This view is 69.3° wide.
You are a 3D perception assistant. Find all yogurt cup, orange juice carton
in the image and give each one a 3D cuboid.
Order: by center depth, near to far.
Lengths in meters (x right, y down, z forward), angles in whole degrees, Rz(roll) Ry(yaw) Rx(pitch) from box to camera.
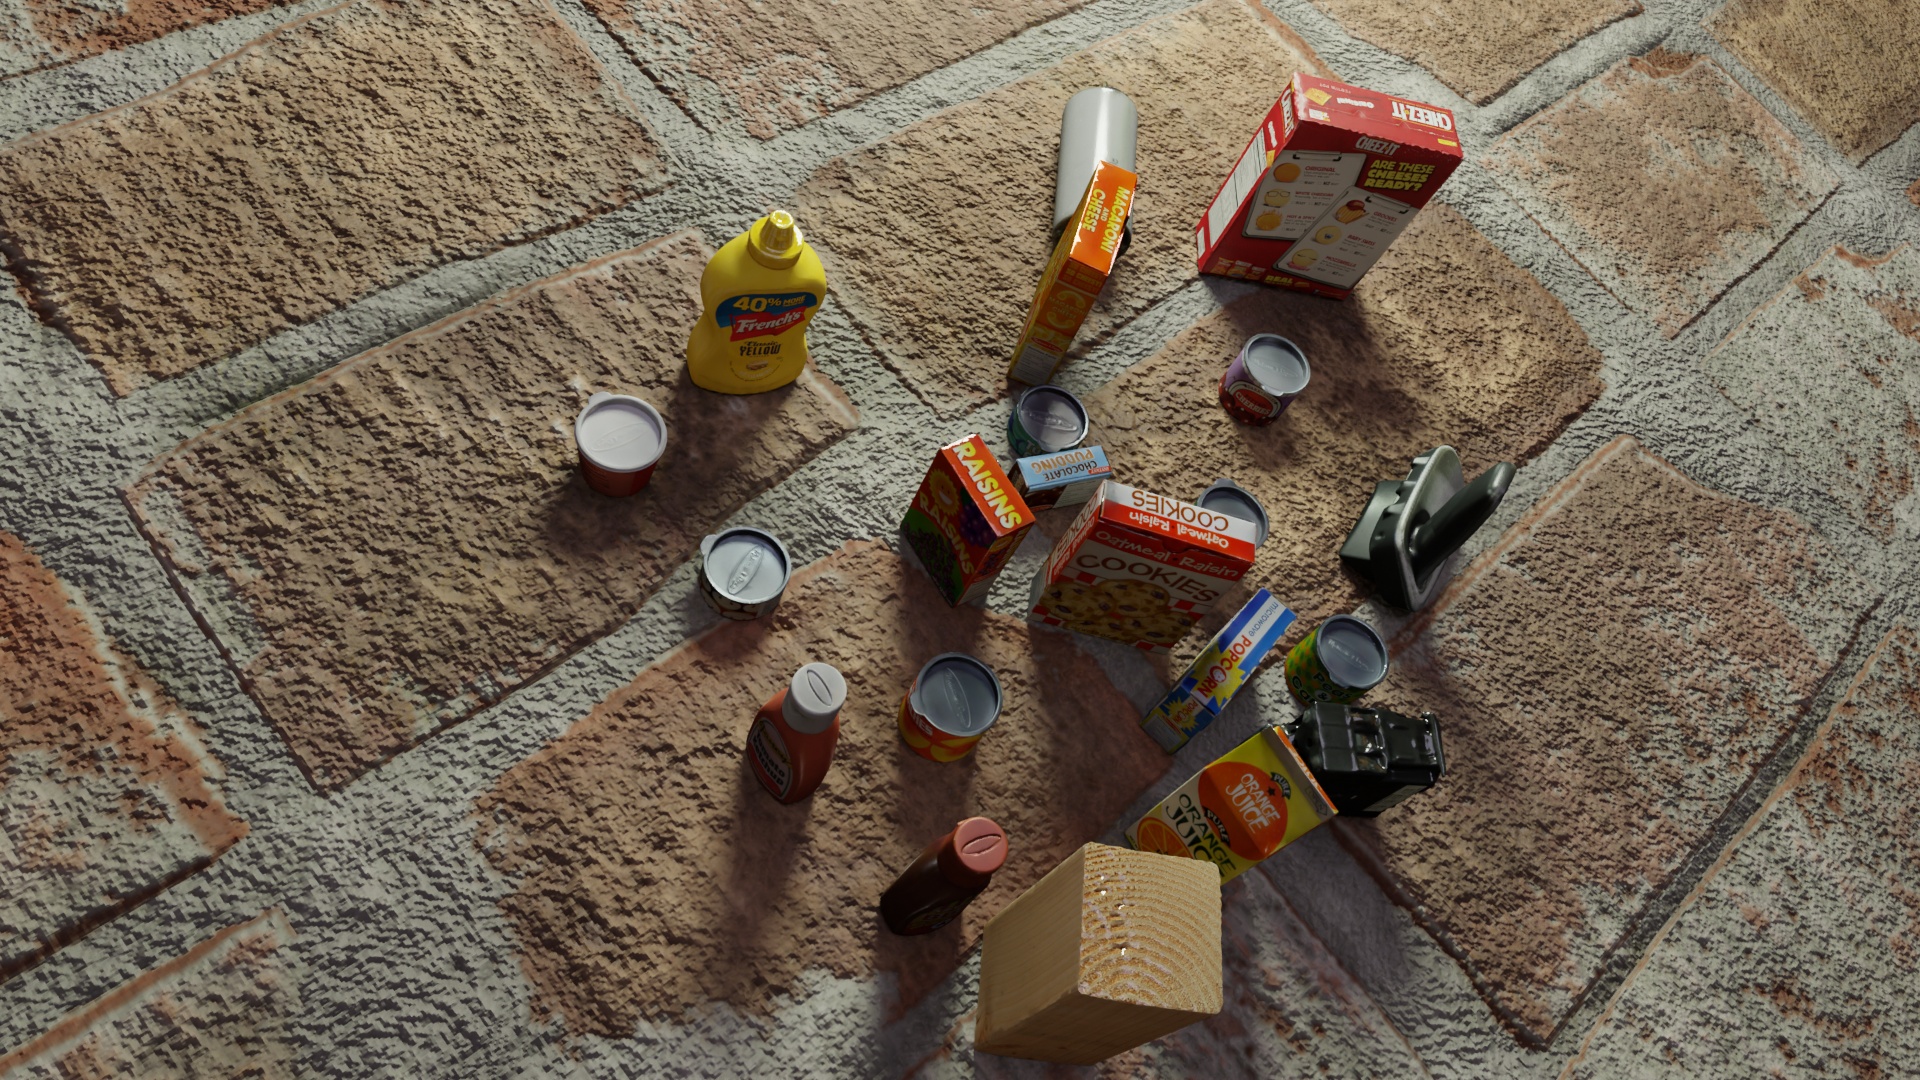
[{"bbox_3d":[0.196,0.193,0.981,0.073,0.191,0.072,-23,71,-28],"label":"orange juice carton"},{"bbox_3d":[-0.261,-0.069,1.063,0.072,0.053,0.073,8,59,-14],"label":"yogurt cup"}]

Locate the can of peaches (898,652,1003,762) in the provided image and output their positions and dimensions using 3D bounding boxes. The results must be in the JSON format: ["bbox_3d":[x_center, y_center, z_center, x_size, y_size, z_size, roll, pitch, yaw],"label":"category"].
[{"bbox_3d":[-0.011,0.125,1.032,0.071,0.057,0.071,8,59,-14],"label":"can of peaches"}]

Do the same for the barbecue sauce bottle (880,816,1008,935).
[{"bbox_3d":[-0.008,0.223,0.923,0.065,0.147,0.044,-15,67,-25],"label":"barbecue sauce bottle"}]

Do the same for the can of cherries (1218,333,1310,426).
[{"bbox_3d":[0.278,-0.146,1.282,0.071,0.058,0.072,8,59,-14],"label":"can of cherries"}]

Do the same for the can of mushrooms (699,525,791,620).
[{"bbox_3d":[-0.166,0.024,1.053,0.071,0.033,0.071,8,59,-14],"label":"can of mushrooms"}]

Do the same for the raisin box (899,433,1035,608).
[{"bbox_3d":[0.004,-0.014,1.077,0.040,0.122,0.086,-23,71,-28],"label":"raisin box"}]

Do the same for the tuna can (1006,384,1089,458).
[{"bbox_3d":[0.075,-0.097,1.202,0.071,0.032,0.071,8,59,-14],"label":"tuna can"}]

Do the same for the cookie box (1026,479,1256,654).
[{"bbox_3d":[0.136,0.026,1.072,0.123,0.166,0.040,15,58,-10],"label":"cookie box"}]

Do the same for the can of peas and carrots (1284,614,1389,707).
[{"bbox_3d":[0.310,0.105,1.149,0.071,0.058,0.071,8,59,-14],"label":"can of peas and carrots"}]

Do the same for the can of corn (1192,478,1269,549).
[{"bbox_3d":[0.220,-0.008,1.184,0.071,0.058,0.071,8,59,-14],"label":"can of corn"}]

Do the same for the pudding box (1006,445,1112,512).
[{"bbox_3d":[0.080,-0.050,1.167,0.084,0.049,0.030,-11,66,-23],"label":"pudding box"}]

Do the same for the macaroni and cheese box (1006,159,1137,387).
[{"bbox_3d":[0.097,-0.227,1.204,0.040,0.165,0.124,22,57,-6],"label":"macaroni and cheese box"}]

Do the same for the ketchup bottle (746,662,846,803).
[{"bbox_3d":[-0.109,0.127,0.944,0.044,0.148,0.065,-26,72,-29],"label":"ketchup bottle"}]

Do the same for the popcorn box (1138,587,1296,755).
[{"bbox_3d":[0.204,0.103,1.099,0.038,0.084,0.127,42,58,8],"label":"popcorn box"}]
